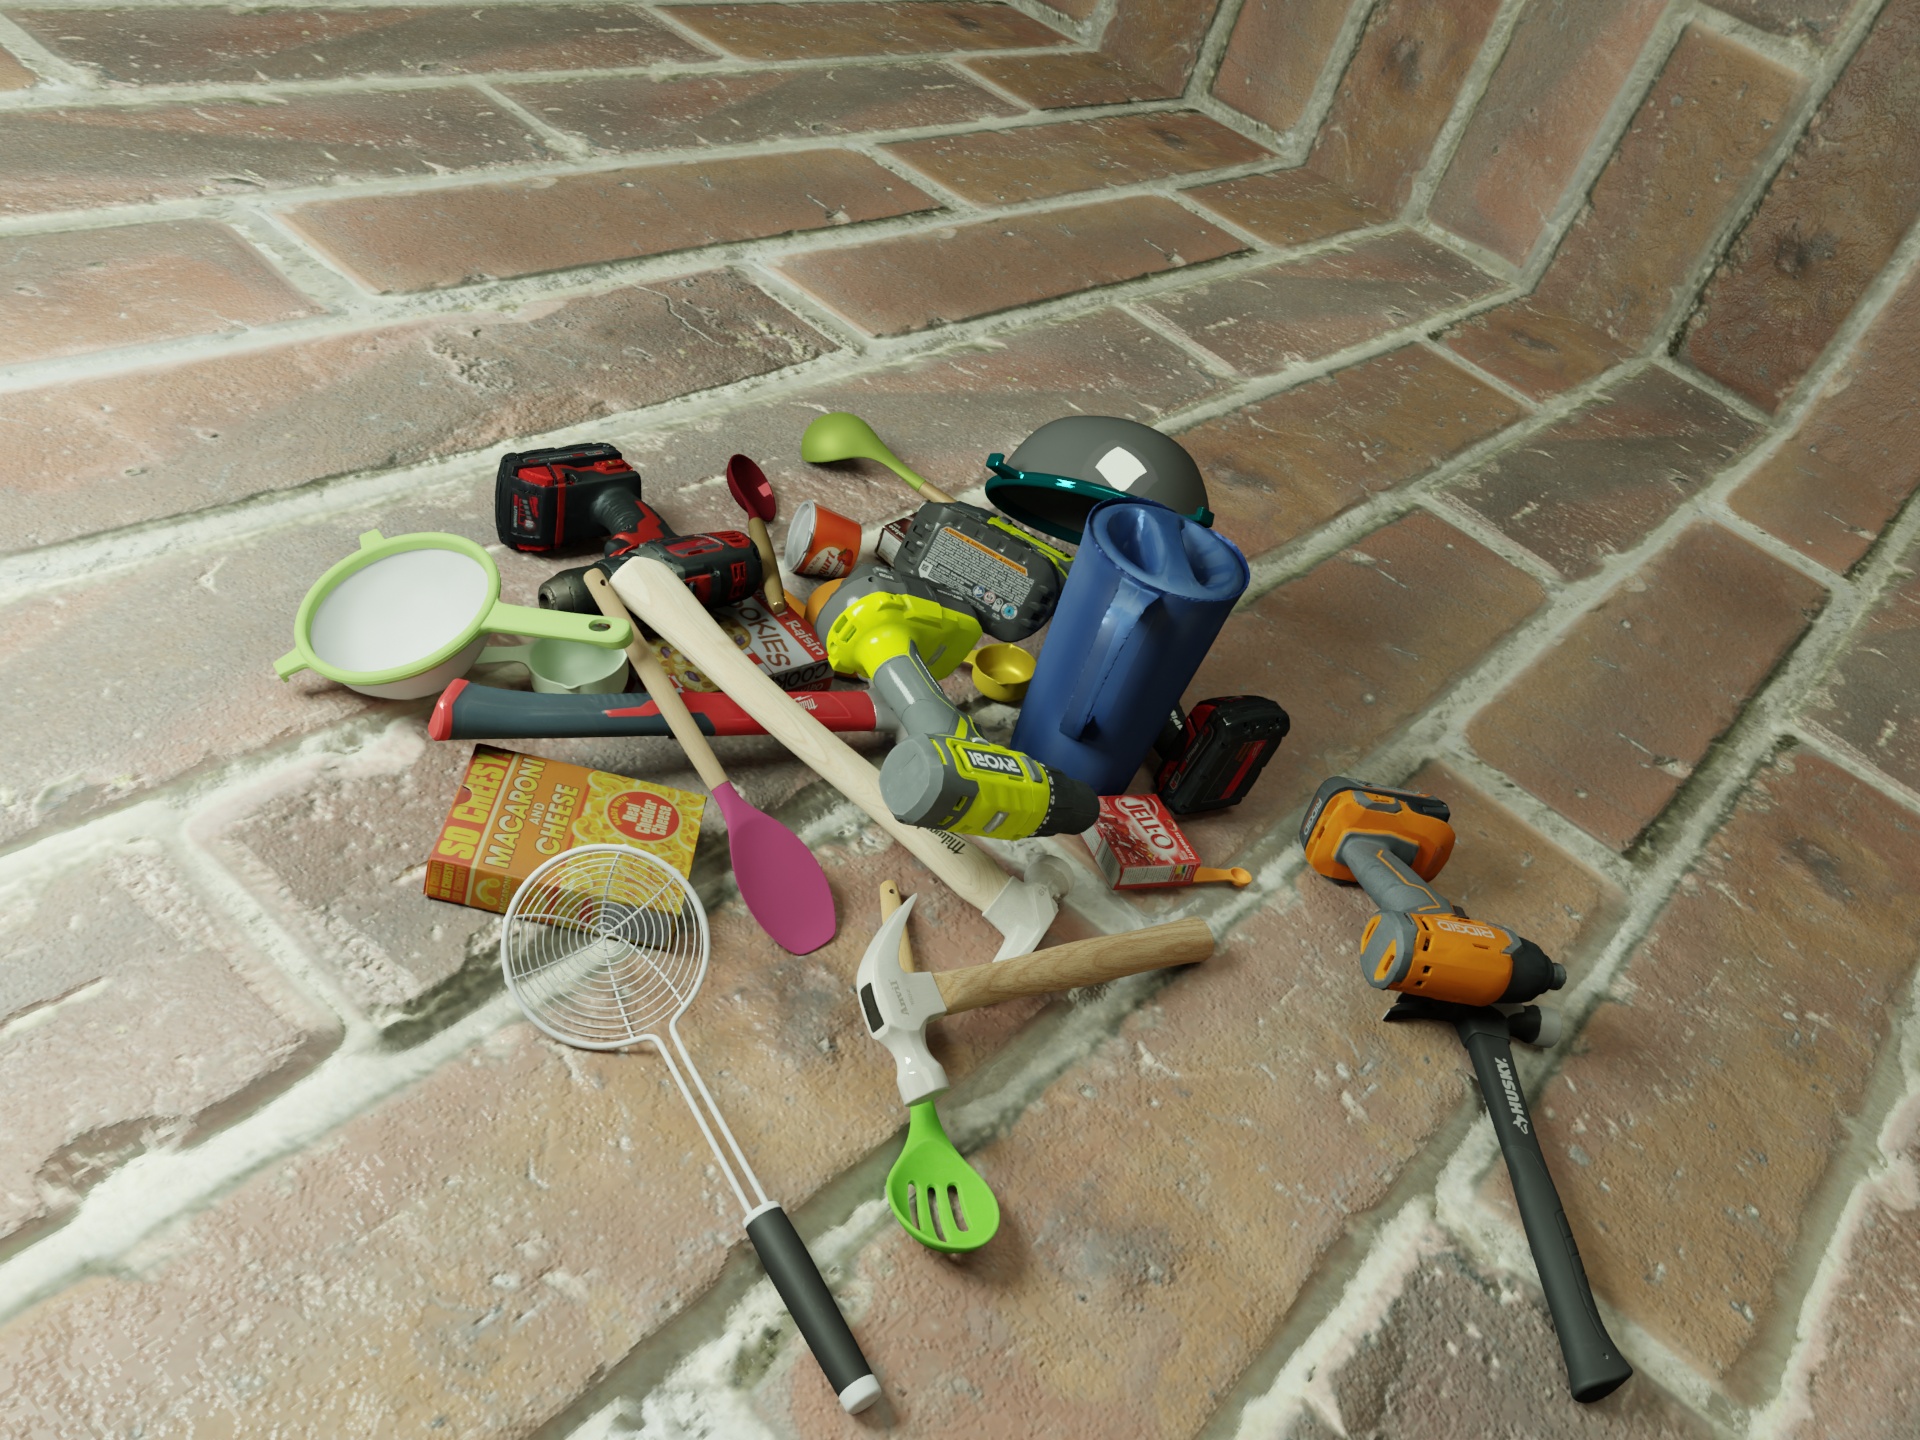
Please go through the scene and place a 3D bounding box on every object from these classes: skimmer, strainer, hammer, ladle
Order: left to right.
[{"bbox_3d":[-0.354,-0.060,1.163,0.256,0.069,0.152,7,51,12],"label":"strainer"},{"bbox_3d":[-0.152,0.230,0.926,0.127,0.090,0.364,-32,58,-10],"label":"skimmer"},{"bbox_3d":[-0.193,0.008,1.180,0.386,0.038,0.143,-1,58,-34],"label":"hammer"},{"bbox_3d":[-0.175,-0.162,1.398,0.069,0.031,0.316,49,9,-29],"label":"ladle"},{"bbox_3d":[-0.100,0.030,1.165,0.410,0.038,0.146,40,39,1],"label":"hammer"},{"bbox_3d":[-0.022,-0.210,1.594,0.320,0.062,0.078,35,36,7],"label":"ladle"},{"bbox_3d":[0.064,0.172,1.111,0.331,0.031,0.130,-4,62,-43],"label":"hammer"},{"bbox_3d":[0.141,-0.207,1.462,0.211,0.095,0.340,16,-3,8],"label":"strainer"},{"bbox_3d":[0.400,0.321,1.132,0.146,0.035,0.335,14,37,-11],"label":"hammer"}]

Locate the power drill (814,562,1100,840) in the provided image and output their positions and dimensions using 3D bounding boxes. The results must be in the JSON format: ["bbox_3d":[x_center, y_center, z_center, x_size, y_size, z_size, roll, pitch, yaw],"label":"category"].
[{"bbox_3d":[-0.002,-0.004,1.195,0.190,0.080,0.229,12,38,-43],"label":"power drill"}]

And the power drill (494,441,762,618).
[{"bbox_3d":[-0.296,-0.145,1.295,0.188,0.080,0.227,-17,39,-40],"label":"power drill"}]

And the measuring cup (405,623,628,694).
[{"bbox_3d":[-0.338,-0.037,1.223,0.167,0.038,0.083,-1,41,-3],"label":"measuring cup"}]

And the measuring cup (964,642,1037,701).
[{"bbox_3d":[-0.010,-0.049,1.409,0.156,0.029,0.062,10,39,4],"label":"measuring cup"}]

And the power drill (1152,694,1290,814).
[{"bbox_3d":[0.179,-0.036,1.382,0.078,0.143,0.220,-6,47,-36],"label":"power drill"}]

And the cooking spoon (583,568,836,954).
[{"bbox_3d":[-0.184,0.026,1.135,0.069,0.017,0.319,-26,80,-40],"label":"cooking spoon"}]

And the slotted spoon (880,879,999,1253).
[{"bbox_3d":[-0.029,0.220,1.053,0.070,0.031,0.314,8,37,-17],"label":"slotted spoon"}]

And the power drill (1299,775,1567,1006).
[{"bbox_3d":[0.378,0.143,1.280,0.164,0.084,0.227,11,28,-14],"label":"power drill"}]

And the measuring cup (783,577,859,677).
[{"bbox_3d":[-0.124,-0.106,1.387,0.174,0.052,0.095,35,45,22],"label":"measuring cup"}]

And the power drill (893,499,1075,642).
[{"bbox_3d":[0.024,-0.140,1.383,0.171,0.080,0.223,29,13,4],"label":"power drill"}]

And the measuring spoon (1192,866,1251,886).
[{"bbox_3d":[0.182,0.128,1.289,0.117,0.011,0.021,3,35,-18],"label":"measuring spoon"}]
